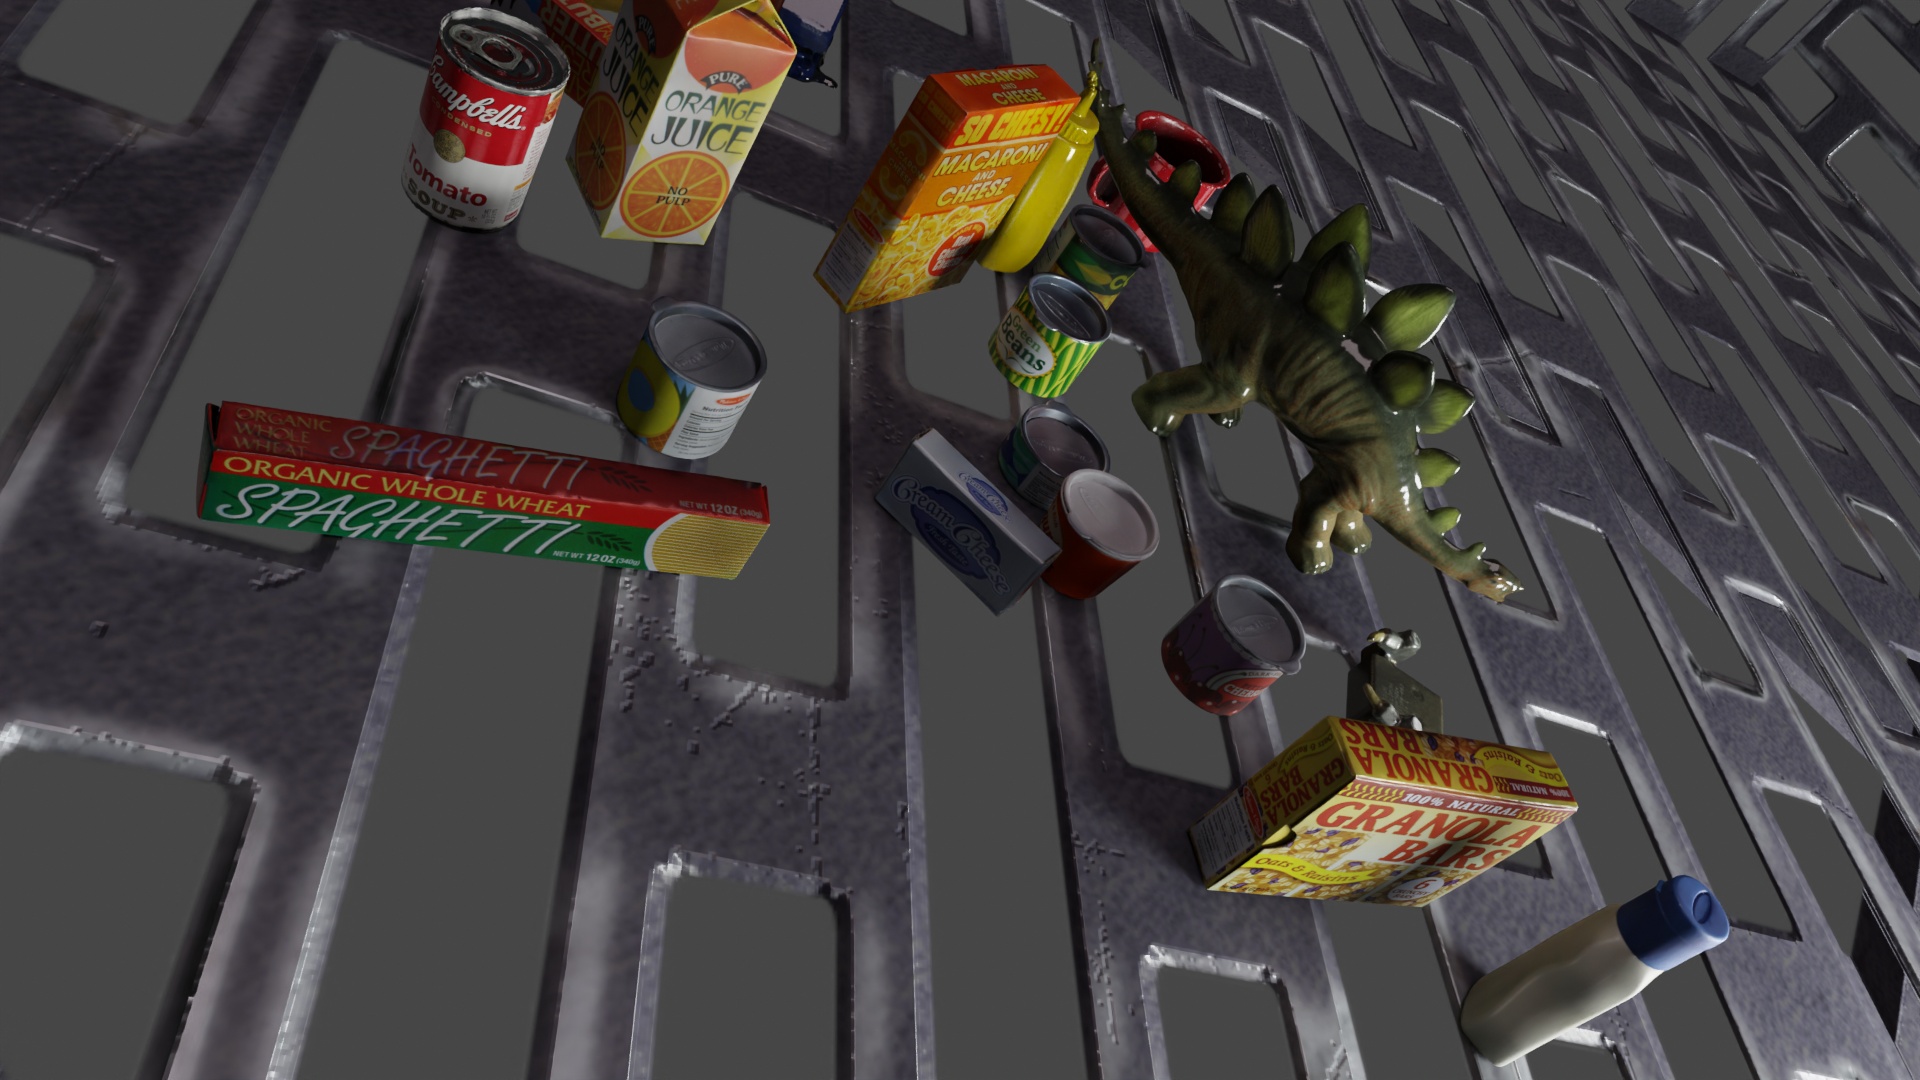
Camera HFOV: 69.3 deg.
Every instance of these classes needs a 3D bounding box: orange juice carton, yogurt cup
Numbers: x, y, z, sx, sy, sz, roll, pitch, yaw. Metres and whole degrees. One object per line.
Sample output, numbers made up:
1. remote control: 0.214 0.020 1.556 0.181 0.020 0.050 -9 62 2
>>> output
1. orange juice carton: -0.159 -0.267 0.807 0.073 0.191 0.072 -6 56 -40
2. yogurt cup: 0.078 -0.001 0.837 0.072 0.053 0.073 20 43 -20

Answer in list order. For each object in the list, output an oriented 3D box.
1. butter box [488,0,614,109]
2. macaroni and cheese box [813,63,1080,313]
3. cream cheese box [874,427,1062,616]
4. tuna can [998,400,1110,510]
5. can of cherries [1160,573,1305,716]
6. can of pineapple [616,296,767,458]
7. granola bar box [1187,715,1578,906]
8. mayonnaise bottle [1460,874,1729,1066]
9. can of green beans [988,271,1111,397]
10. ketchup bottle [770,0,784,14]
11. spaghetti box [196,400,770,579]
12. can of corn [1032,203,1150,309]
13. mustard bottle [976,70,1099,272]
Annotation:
1. butter box: -0.256 -0.324 0.897 0.103 0.053 0.024 40 40 2
2. macaroni and cheese box: -0.010 -0.229 0.900 0.040 0.165 0.124 49 41 13
3. cream cheese box: 0.003 -0.010 0.791 0.104 0.053 0.024 44 40 7
4. tuna can: 0.059 -0.054 0.890 0.071 0.032 0.071 20 43 -20
5. can of cherries: 0.164 0.065 0.834 0.071 0.058 0.072 20 43 -20
6. can of pineapple: -0.147 -0.088 0.751 0.071 0.057 0.071 20 43 -20
7. granola bar box: 0.227 0.151 0.748 0.166 0.123 0.039 12 47 -28
8. mayonnaise bottle: 0.334 0.227 0.737 0.041 0.147 0.065 49 41 13
9. can of green beans: 0.060 -0.140 0.953 0.071 0.057 0.071 20 43 -20
10. ketchup bottle: -0.144 -0.368 0.946 0.043 0.148 0.065 32 40 -7
11. spaghetti box: -0.212 -0.019 0.644 0.250 0.050 0.029 8 48 -31
12. can of corn: 0.098 -0.207 1.042 0.071 0.058 0.071 20 43 -20
13. mustard bottle: 0.058 -0.265 0.988 0.049 0.159 0.065 5 50 -34
